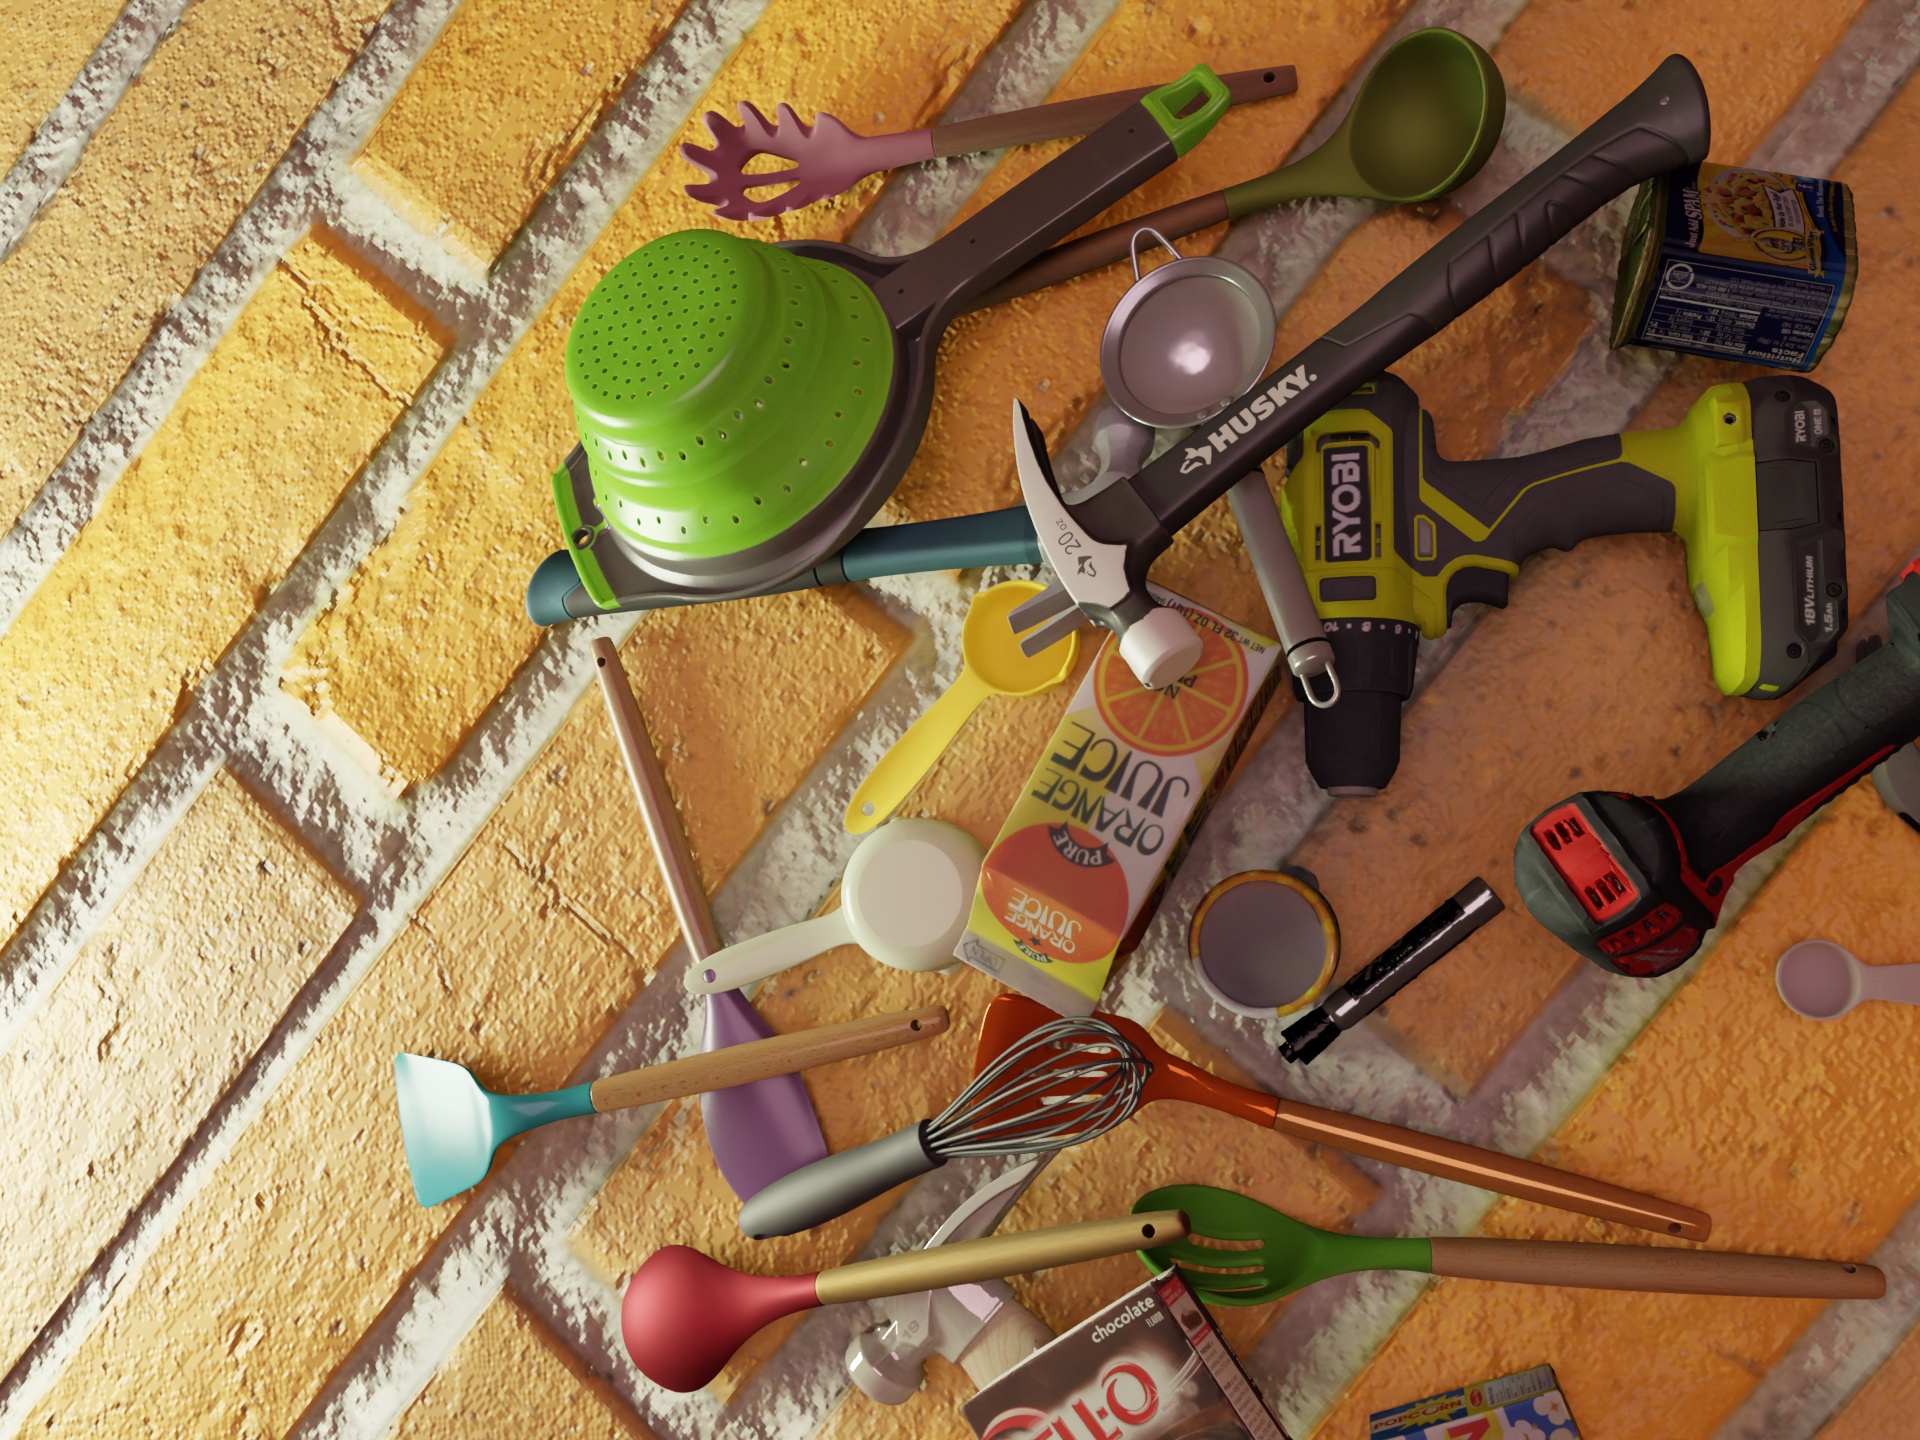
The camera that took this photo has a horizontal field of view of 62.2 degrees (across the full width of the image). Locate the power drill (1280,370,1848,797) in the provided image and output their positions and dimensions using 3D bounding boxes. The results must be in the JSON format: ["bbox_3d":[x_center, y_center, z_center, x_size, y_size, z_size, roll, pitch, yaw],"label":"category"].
[{"bbox_3d":[0.255,-0.062,0.703,0.228,0.080,0.190,-1,82,17],"label":"power drill"}]

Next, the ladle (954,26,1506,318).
[{"bbox_3d":[0.102,-0.248,0.776,0.320,0.062,0.078,-16,77,15],"label":"ladle"}]

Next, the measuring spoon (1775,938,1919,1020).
[{"bbox_3d":[0.410,0.112,0.676,0.124,0.018,0.034,2,82,8],"label":"measuring spoon"}]

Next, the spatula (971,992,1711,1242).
[{"bbox_3d":[0.165,0.188,0.713,0.322,0.041,0.081,12,110,15],"label":"spatula"}]

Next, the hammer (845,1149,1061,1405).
[{"bbox_3d":[0.134,0.369,0.675,0.411,0.038,0.146,41,105,20],"label":"hammer"}]

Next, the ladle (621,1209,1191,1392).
[{"bbox_3d":[-0.040,0.256,0.726,0.315,0.031,0.069,-20,72,25],"label":"ladle"}]

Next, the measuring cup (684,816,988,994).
[{"bbox_3d":[-0.063,0.101,0.777,0.167,0.038,0.083,-21,79,4],"label":"measuring cup"}]

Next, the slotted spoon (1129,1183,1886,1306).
[{"bbox_3d":[0.231,0.236,0.691,0.314,0.070,0.031,0,115,10],"label":"slotted spoon"}]

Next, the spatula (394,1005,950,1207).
[{"bbox_3d":[-0.154,0.180,0.796,0.317,0.044,0.082,-14,81,12],"label":"spatula"}]

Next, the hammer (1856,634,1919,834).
[{"bbox_3d":[0.500,-0.089,0.665,0.130,0.031,0.331,34,92,15],"label":"hammer"}]

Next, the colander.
[{"bbox_3d":[-0.055,-0.212,0.761,0.397,0.094,0.205,-33,57,9],"label":"colander"}]

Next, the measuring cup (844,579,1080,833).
[{"bbox_3d":[-0.001,-0.003,0.789,0.062,0.029,0.156,44,98,15],"label":"measuring cup"}]

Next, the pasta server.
[{"bbox_3d":[0.012,-0.303,0.815,0.316,0.040,0.060,-5,90,13],"label":"pasta server"}]

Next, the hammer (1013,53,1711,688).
[{"bbox_3d":[0.173,-0.167,0.683,0.335,0.035,0.146,-37,64,8],"label":"hammer"}]

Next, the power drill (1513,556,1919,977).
[{"bbox_3d":[0.332,0.025,0.625,0.219,0.143,0.079,-38,56,18],"label":"power drill"}]

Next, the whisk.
[{"bbox_3d":[-0.015,0.194,0.726,0.239,0.055,0.055,-31,76,26],"label":"whisk"}]

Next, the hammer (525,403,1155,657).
[{"bbox_3d":[-0.068,-0.082,0.798,0.331,0.033,0.128,-5,55,18],"label":"hammer"}]

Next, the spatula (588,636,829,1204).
[{"bbox_3d":[-0.138,0.103,0.815,0.060,0.018,0.316,-23,79,13],"label":"spatula"}]

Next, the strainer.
[{"bbox_3d":[0.126,-0.117,0.727,0.087,0.050,0.259,-25,62,20],"label":"strainer"}]
